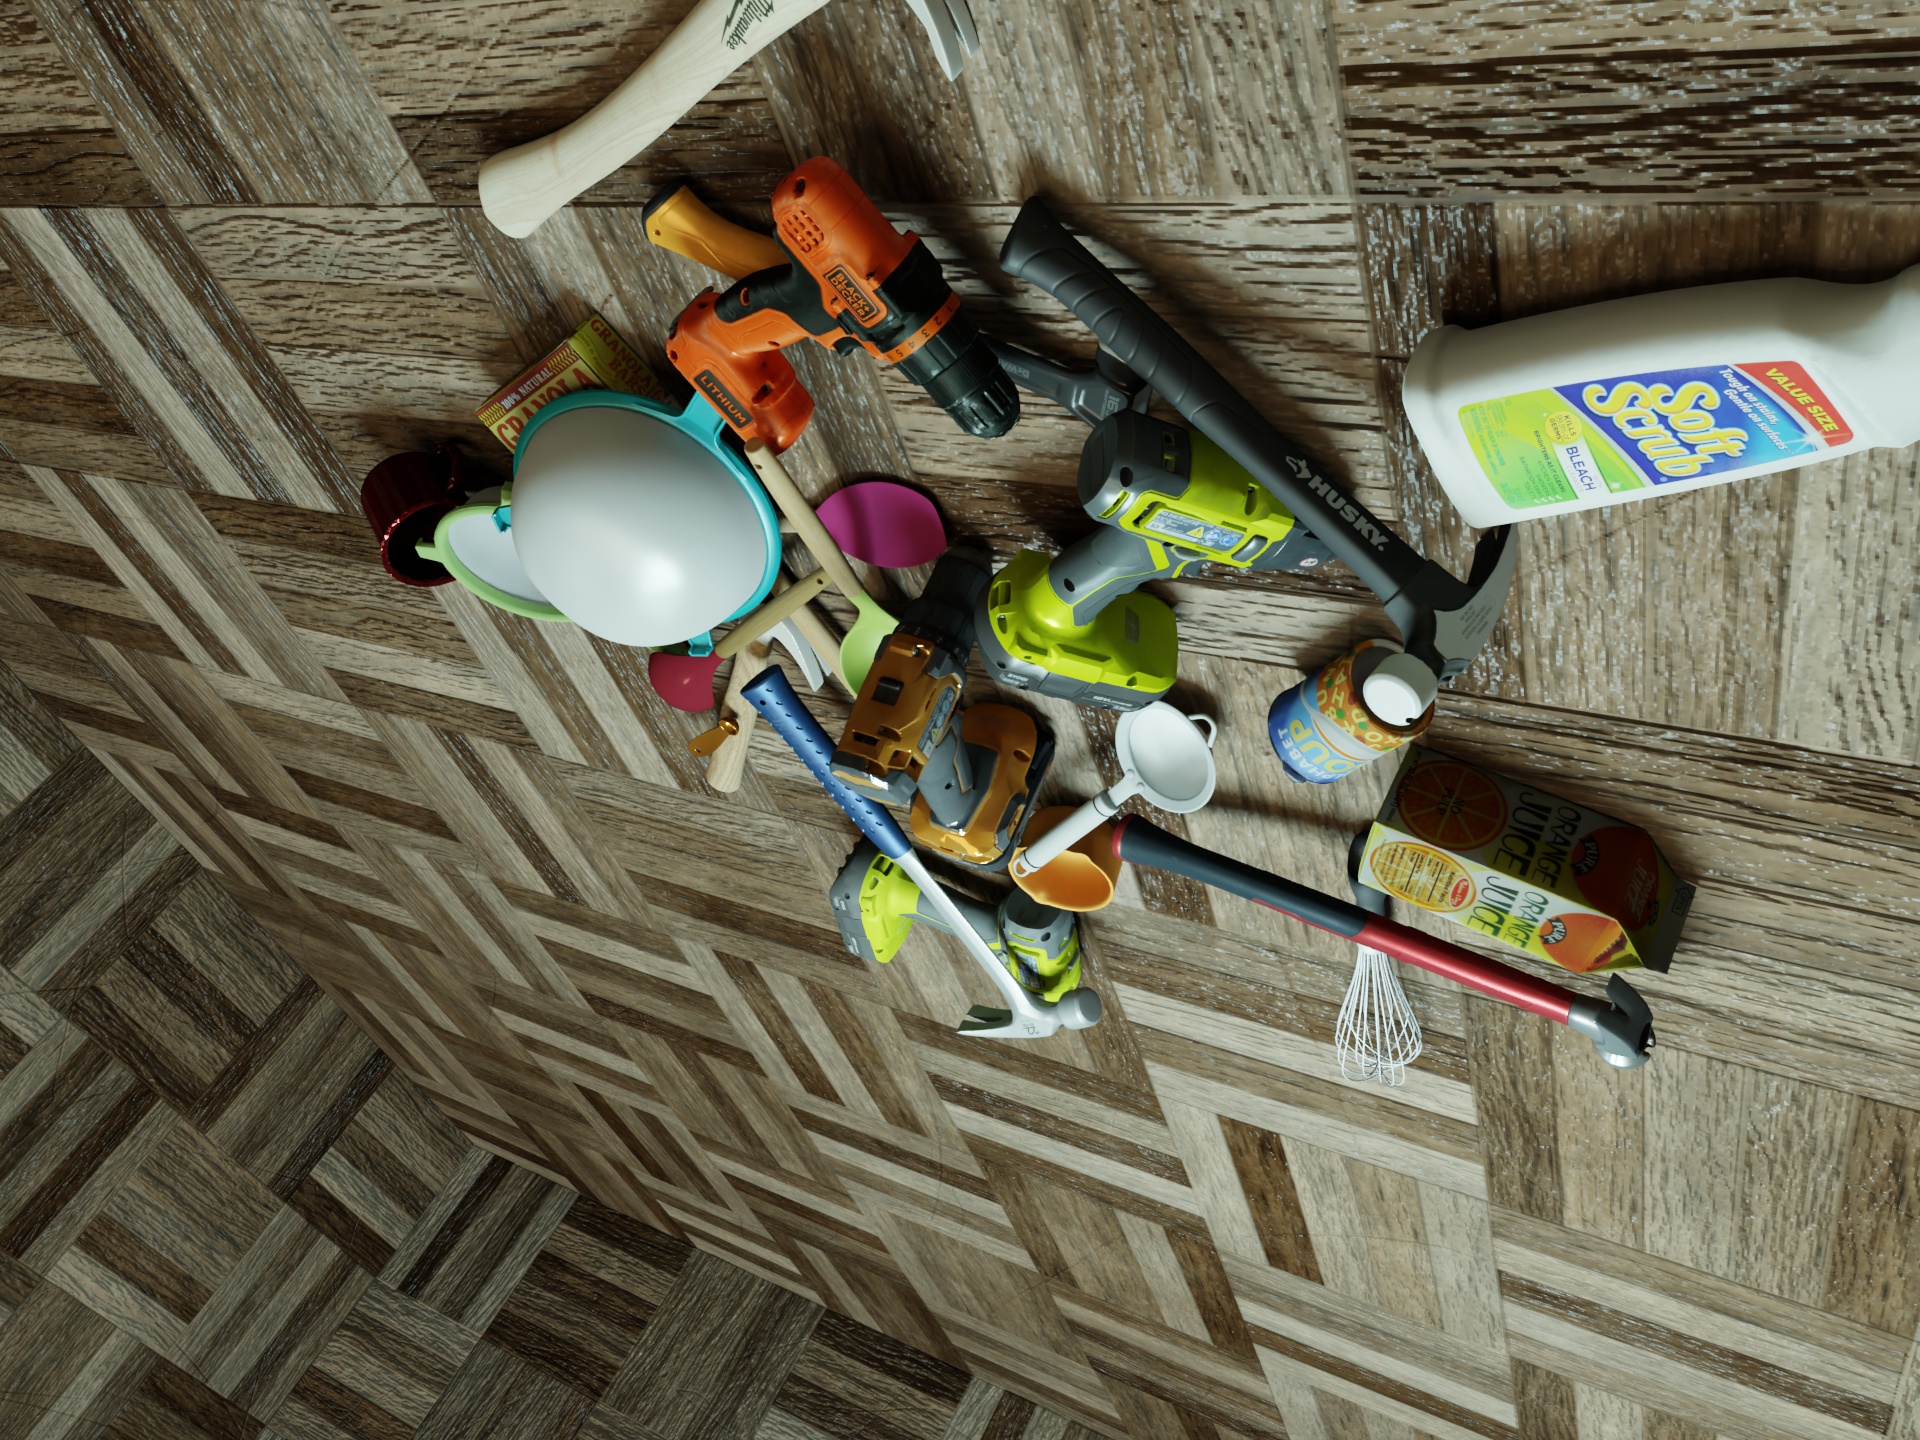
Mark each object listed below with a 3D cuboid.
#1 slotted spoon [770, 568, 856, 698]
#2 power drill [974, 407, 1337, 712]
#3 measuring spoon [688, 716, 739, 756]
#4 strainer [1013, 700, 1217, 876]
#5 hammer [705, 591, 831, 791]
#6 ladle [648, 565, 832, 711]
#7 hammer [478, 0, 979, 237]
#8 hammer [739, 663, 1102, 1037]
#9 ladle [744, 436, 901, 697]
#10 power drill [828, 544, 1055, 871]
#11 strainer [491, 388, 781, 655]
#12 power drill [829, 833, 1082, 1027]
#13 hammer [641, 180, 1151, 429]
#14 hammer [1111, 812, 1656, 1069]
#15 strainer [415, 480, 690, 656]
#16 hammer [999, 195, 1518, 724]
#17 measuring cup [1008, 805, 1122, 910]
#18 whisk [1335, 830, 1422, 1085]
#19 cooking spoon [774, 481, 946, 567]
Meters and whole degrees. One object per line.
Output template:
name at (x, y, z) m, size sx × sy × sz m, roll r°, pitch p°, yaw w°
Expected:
slotted spoon at (-0.074, -0.018, 1.269) m, size 0.070 × 0.031 × 0.313 m, roll -14°, pitch 121°, yaw 49°
power drill at (0.117, -0.088, 0.949) m, size 0.171 × 0.080 × 0.223 m, roll 14°, pitch 152°, yaw -20°
measuring spoon at (-0.222, 0.015, 1.430) m, size 0.021 × 0.011 × 0.117 m, roll 42°, pitch 152°, yaw -11°
strainer at (0.113, 0.055, 1.164) m, size 0.087 × 0.050 × 0.258 m, roll 55°, pitch 134°, yaw 7°
hammer at (-0.188, -0.019, 1.390) m, size 0.130 × 0.031 × 0.331 m, roll 32°, pitch 149°, yaw 4°
ladle at (-0.176, -0.064, 1.260) m, size 0.069 × 0.031 × 0.315 m, roll 44°, pitch 145°, yaw -14°
hammer at (-0.162, -0.353, 0.905) m, size 0.411 × 0.038 × 0.146 m, roll -11°, pitch 129°, yaw 49°
hammer at (-0.048, 0.121, 1.340) m, size 0.144 × 0.035 × 0.405 m, roll -22°, pitch 113°, yaw 42°
ladle at (-0.086, -0.092, 1.094) m, size 0.078 × 0.062 × 0.319 m, roll 10°, pitch 160°, yaw 20°
power drill at (-0.002, -0.004, 1.144) m, size 0.084 × 0.185 × 0.226 m, roll 16°, pitch 164°, yaw 26°
strainer at (-0.211, -0.155, 1.096) m, size 0.211 × 0.095 × 0.340 m, roll 34°, pitch 138°, yaw -11°
power drill at (0.005, 0.201, 1.472) m, size 0.228 × 0.080 × 0.190 m, roll 16°, pitch 144°, yaw 22°
hammer at (-0.045, -0.239, 0.956) m, size 0.337 × 0.034 × 0.127 m, roll 26°, pitch 147°, yaw 12°
hammer at (0.265, 0.134, 1.075) m, size 0.387 × 0.038 × 0.143 m, roll 20°, pitch 170°, yaw 34°
strainer at (-0.313, -0.126, 1.341) m, size 0.151 × 0.069 × 0.256 m, roll -20°, pitch 138°, yaw 41°
hammer at (0.150, -0.156, 0.836) m, size 0.335 × 0.146 × 0.035 m, roll 44°, pitch 149°, yaw 5°
measuring cup at (0.051, 0.088, 1.280) m, size 0.173 × 0.052 × 0.095 m, roll 29°, pitch 144°, yaw -4°
whisk at (0.309, 0.183, 1.193) m, size 0.070 × 0.070 × 0.284 m, roll 13°, pitch 139°, yaw 30°
cooking spoon at (-0.138, -0.148, 1.179) m, size 0.319 × 0.017 × 0.068 m, roll 6°, pitch 129°, yaw 37°
